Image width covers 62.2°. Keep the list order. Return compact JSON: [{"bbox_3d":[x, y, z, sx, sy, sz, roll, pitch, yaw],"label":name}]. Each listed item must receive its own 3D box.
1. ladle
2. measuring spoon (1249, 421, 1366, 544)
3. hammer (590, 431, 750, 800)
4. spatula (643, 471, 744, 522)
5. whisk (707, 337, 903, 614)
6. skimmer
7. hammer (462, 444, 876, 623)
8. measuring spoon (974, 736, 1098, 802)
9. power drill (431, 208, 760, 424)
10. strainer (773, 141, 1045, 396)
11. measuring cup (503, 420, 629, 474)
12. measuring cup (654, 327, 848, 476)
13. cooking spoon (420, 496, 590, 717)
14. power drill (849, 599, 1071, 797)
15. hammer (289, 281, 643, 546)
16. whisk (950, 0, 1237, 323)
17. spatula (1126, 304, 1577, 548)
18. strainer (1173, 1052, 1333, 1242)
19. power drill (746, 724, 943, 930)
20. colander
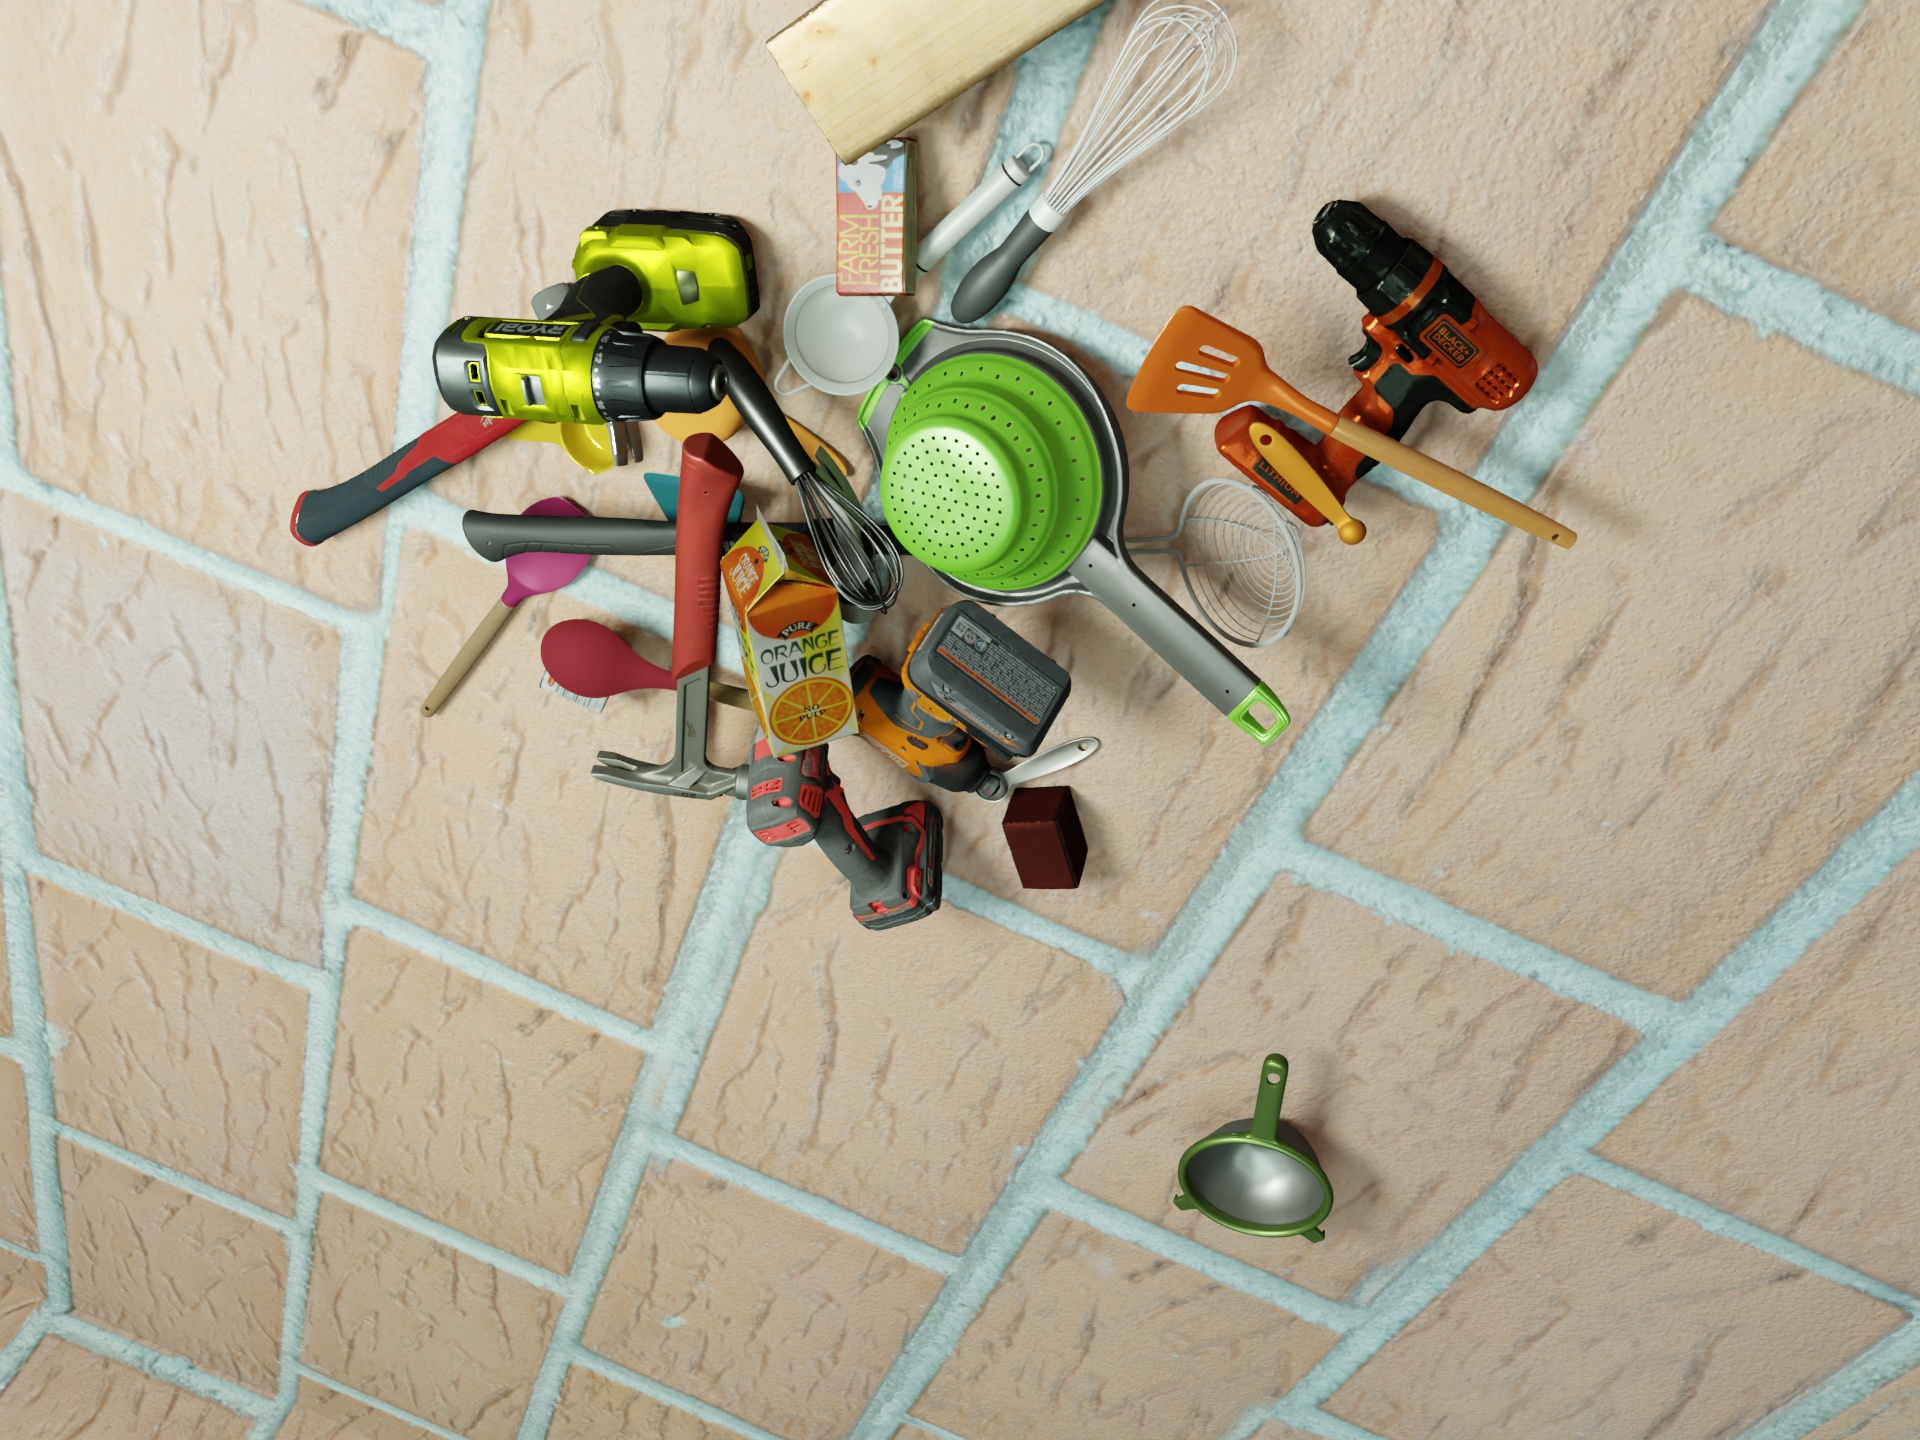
[{"bbox_3d":[-0.205,-0.022,1.366,0.315,0.031,0.069,14,112,-11],"label":"ladle"},{"bbox_3d":[0.237,-0.161,1.089,0.116,0.011,0.021,43,125,-17],"label":"measuring spoon"},{"bbox_3d":[-0.221,-0.072,1.270,0.149,0.037,0.358,9,133,-2],"label":"hammer"},{"bbox_3d":[-0.228,-0.077,1.354,0.082,0.044,0.317,12,127,2],"label":"spatula"},{"bbox_3d":[-0.115,-0.178,1.150,0.055,0.055,0.239,-37,85,36],"label":"whisk"},{"bbox_3d":[0.077,-0.122,1.194,0.363,0.090,0.127,3,118,16],"label":"skimmer"},{"bbox_3d":[-0.235,-0.149,1.257,0.335,0.035,0.146,3,131,11],"label":"hammer"},{"bbox_3d":[0.065,0.037,1.374,0.124,0.018,0.034,-23,109,23],"label":"measuring spoon"},{"bbox_3d":[-0.222,-0.271,1.086,0.190,0.229,0.080,6,128,13],"label":"power drill"},{"bbox_3d":[-0.036,-0.315,1.118,0.258,0.050,0.087,-35,101,29],"label":"strainer"},{"bbox_3d":[-0.333,-0.239,1.286,0.156,0.029,0.062,13,125,24],"label":"measuring cup"},{"bbox_3d":[-0.165,-0.229,1.215,0.173,0.052,0.095,36,129,-8],"label":"measuring cup"},{"bbox_3d":[-0.415,-0.093,1.423,0.068,0.017,0.319,39,127,-12],"label":"cooking spoon"},{"bbox_3d":[-0.002,-0.004,1.277,0.164,0.084,0.226,37,157,-12],"label":"power drill"},{"bbox_3d":[-0.418,-0.208,1.299,0.386,0.038,0.143,-20,94,33],"label":"hammer"},{"bbox_3d":[0.078,-0.357,1.042,0.070,0.070,0.284,38,134,-12],"label":"whisk"},{"bbox_3d":[0.267,-0.180,1.050,0.322,0.041,0.081,24,127,-8],"label":"spatula"},{"bbox_3d":[0.294,0.395,1.537,0.151,0.069,0.256,10,128,13],"label":"strainer"},{"bbox_3d":[-0.101,0.075,1.354,0.078,0.143,0.219,-19,139,23],"label":"power drill"},{"bbox_3d":[0.069,-0.114,1.127,0.397,0.094,0.204,43,124,6],"label":"colander"}]
